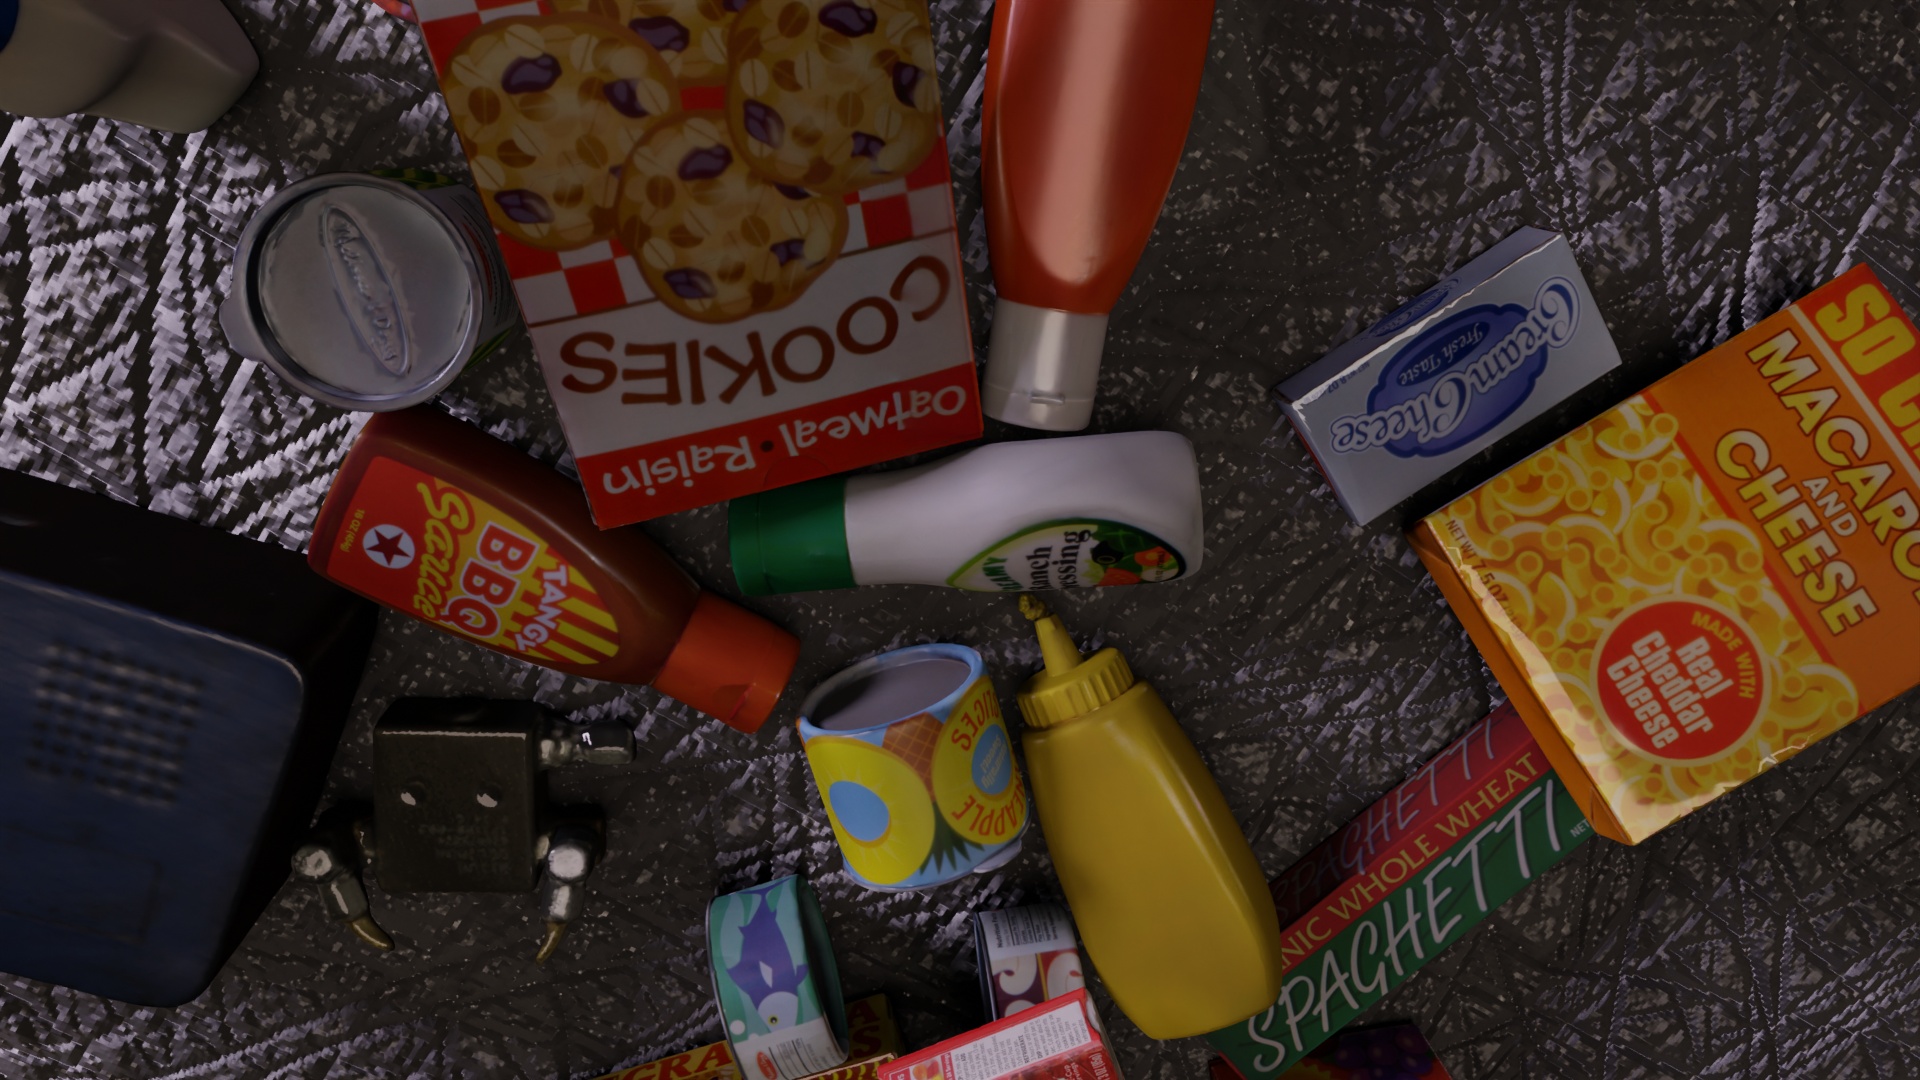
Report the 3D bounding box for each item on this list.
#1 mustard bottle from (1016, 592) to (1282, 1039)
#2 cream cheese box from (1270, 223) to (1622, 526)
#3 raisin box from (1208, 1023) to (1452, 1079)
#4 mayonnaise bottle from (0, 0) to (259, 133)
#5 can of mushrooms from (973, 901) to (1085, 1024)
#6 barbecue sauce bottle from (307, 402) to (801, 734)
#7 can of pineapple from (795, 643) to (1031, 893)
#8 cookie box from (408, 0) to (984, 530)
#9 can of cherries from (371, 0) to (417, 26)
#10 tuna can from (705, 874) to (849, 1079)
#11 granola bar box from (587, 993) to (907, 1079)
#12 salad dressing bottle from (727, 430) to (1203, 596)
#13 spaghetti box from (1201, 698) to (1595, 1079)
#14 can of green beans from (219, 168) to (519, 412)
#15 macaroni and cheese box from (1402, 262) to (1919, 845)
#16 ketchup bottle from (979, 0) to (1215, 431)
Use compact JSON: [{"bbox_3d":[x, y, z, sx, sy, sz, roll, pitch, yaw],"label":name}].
[{"bbox_3d":[0.057,0.088,0.475,0.065,0.049,0.160,-22,96,17],"label":"mustard bottle"},{"bbox_3d":[0.163,-0.055,0.465,0.104,0.024,0.053,-33,108,4],"label":"cream cheese box"},{"bbox_3d":[0.146,0.230,0.491,0.086,0.124,0.040,-10,108,-3],"label":"raisin box"},{"bbox_3d":[-0.228,-0.131,0.338,0.041,0.148,0.064,-43,105,7],"label":"mayonnaise bottle"},{"bbox_3d":[0.025,0.165,0.489,0.033,0.071,0.070,-8,106,-5],"label":"can of mushrooms"},{"bbox_3d":[-0.124,0.014,0.443,0.148,0.044,0.064,28,118,-13],"label":"barbecue sauce bottle"},{"bbox_3d":[-0.014,0.073,0.459,0.071,0.071,0.057,-17,106,-1],"label":"can of pineapple"},{"bbox_3d":[-0.065,-0.091,0.388,0.123,0.040,0.166,-15,128,-8],"label":"cookie box"},{"bbox_3d":[-0.134,-0.170,0.384,0.071,0.058,0.071,-2,105,-5],"label":"can of cherries"},{"bbox_3d":[-0.063,0.148,0.478,0.033,0.071,0.071,-16,107,-2],"label":"tuna can"},{"bbox_3d":[-0.089,0.250,0.515,0.166,0.039,0.123,-16,107,-1],"label":"granola bar box"},{"bbox_3d":[0.002,-0.006,0.447,0.148,0.064,0.044,-5,66,3],"label":"salad dressing bottle"},{"bbox_3d":[0.186,0.107,0.510,0.250,0.029,0.050,-40,105,5],"label":"spaghetti box"},{"bbox_3d":[-0.167,-0.075,0.407,0.071,0.058,0.071,-2,106,-6],"label":"can of green beans"},{"bbox_3d":[0.255,0.005,0.460,0.166,0.040,0.124,-31,82,3],"label":"macaroni and cheese box"},{"bbox_3d":[0.035,-0.109,0.426,0.065,0.043,0.148,8,105,-7],"label":"ketchup bottle"}]
